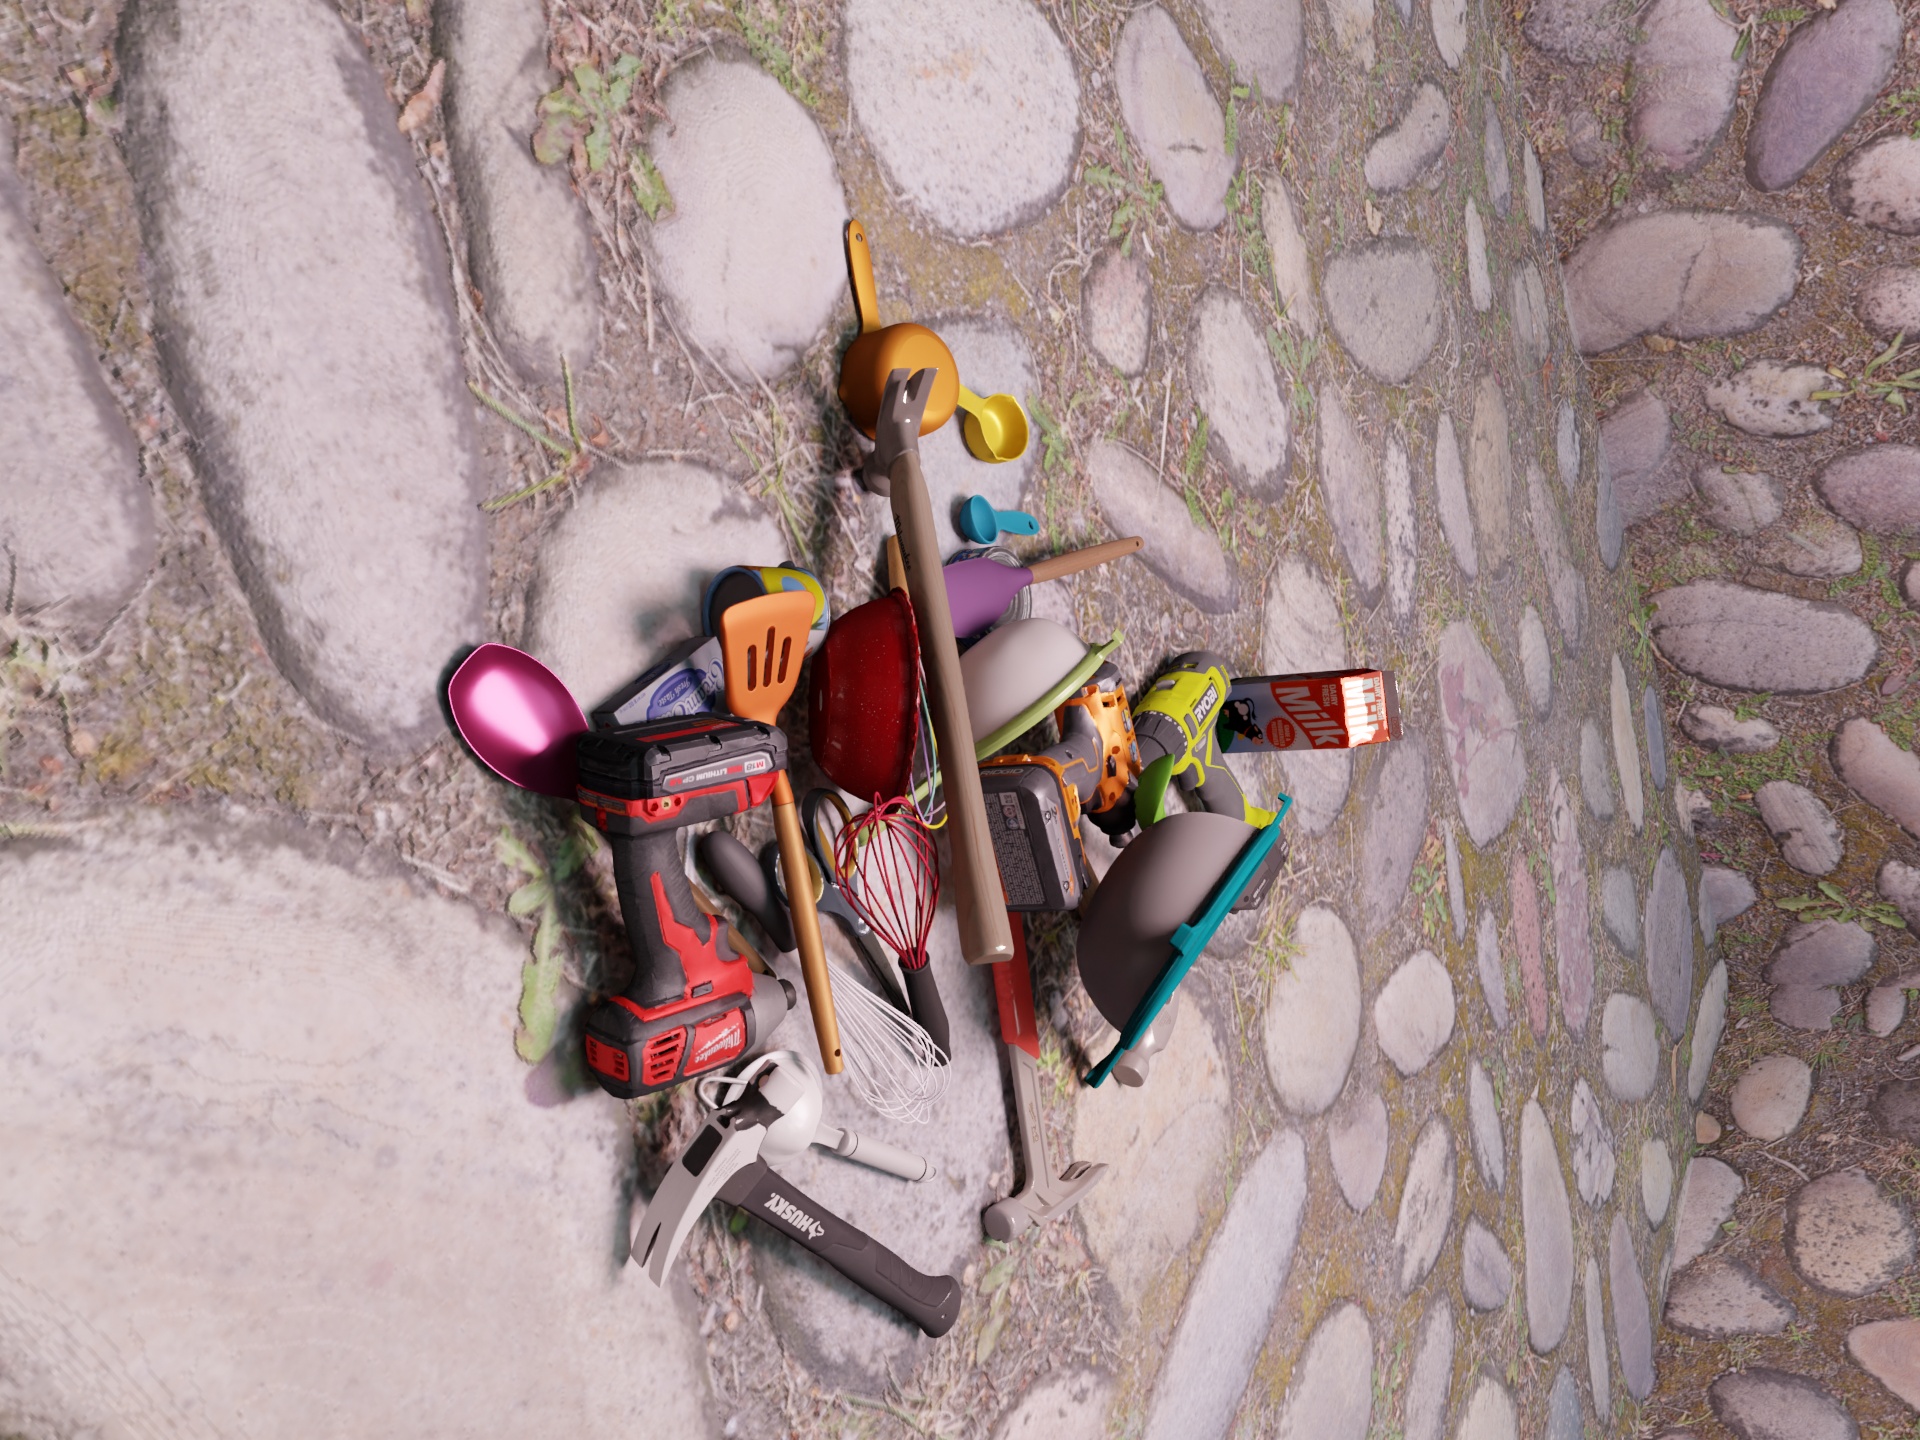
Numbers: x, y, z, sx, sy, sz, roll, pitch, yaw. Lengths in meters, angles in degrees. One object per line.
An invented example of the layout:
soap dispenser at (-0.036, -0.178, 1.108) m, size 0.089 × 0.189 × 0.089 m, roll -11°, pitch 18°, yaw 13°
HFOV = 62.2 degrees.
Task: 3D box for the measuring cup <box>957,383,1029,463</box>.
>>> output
measuring cup at (-0.007, -0.261, 1.297) m, size 0.156 × 0.029 × 0.062 m, roll 28°, pitch 66°, yaw -35°

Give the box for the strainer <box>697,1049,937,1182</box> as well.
strainer at (-0.085, 0.294, 1.117) m, size 0.258 × 0.050 × 0.087 m, roll 38°, pitch 73°, yaw -48°

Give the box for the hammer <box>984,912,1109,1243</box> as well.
hammer at (0.051, 0.231, 1.305) m, size 0.149 × 0.037 × 0.359 m, roll -15°, pitch 99°, yaw -53°

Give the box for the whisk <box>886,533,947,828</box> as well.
whisk at (-0.035, -0.031, 1.176) m, size 0.047 × 0.051 × 0.245 m, roll 6°, pitch 60°, yaw -21°

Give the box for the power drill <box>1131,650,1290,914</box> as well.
power drill at (0.225, 0.072, 1.522) m, size 0.191 × 0.080 × 0.228 m, roll -48°, pitch 121°, yaw -44°

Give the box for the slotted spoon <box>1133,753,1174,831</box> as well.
slotted spoon at (0.179, 0.113, 1.401) m, size 0.313 × 0.031 × 0.070 m, roll 69°, pitch 37°, yaw -61°

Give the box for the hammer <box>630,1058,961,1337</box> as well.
hammer at (-0.089, 0.359, 1.082) m, size 0.146 × 0.035 × 0.334 m, roll -50°, pitch 136°, yaw -12°

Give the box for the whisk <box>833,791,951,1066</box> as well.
whisk at (-0.037, 0.159, 1.127) m, size 0.295 × 0.073 × 0.073 m, roll 79°, pitch 32°, yaw -44°

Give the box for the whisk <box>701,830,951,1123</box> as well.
whisk at (-0.095, 0.180, 1.107) m, size 0.284 × 0.070 × 0.070 m, roll 56°, pitch 46°, yaw -26°

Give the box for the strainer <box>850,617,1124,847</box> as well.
strainer at (-0.002, -0.004, 1.216) m, size 0.256 × 0.151 × 0.069 m, roll -39°, pitch 97°, yaw -25°

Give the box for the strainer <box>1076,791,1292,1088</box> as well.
strainer at (0.137, 0.188, 1.292) m, size 0.211 × 0.095 × 0.340 m, roll -44°, pitch 164°, yaw -42°

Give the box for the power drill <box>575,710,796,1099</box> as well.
power drill at (-0.163, 0.111, 0.978) m, size 0.143 × 0.079 × 0.219 m, roll -11°, pitch 105°, yaw -44°

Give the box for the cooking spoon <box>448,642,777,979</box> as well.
cooking spoon at (-0.206, 0.073, 0.994) m, size 0.069 × 0.017 × 0.318 m, roll -57°, pitch 130°, yaw -28°

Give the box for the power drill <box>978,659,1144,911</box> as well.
power drill at (0.087, 0.066, 1.278) m, size 0.226 × 0.084 × 0.164 m, roll -45°, pitch 125°, yaw -55°

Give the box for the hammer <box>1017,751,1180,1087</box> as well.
hammer at (0.119, 0.164, 1.406) m, size 0.130 × 0.031 × 0.331 m, roll -53°, pitch 127°, yaw -41°

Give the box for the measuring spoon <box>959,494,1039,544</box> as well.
measuring spoon at (0.032, -0.165, 1.343) m, size 0.128 × 0.021 × 0.042 m, roll -7°, pitch 82°, yaw -62°

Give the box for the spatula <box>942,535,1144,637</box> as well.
spatula at (0.070, -0.122, 1.323) m, size 0.316 × 0.018 × 0.059 m, roll -23°, pitch 106°, yaw -51°

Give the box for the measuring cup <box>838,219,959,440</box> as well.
measuring cup at (-0.050, -0.299, 1.206) m, size 0.095 × 0.052 × 0.173 m, roll -16°, pitch 98°, yaw -44°

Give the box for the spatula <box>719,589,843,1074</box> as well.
spatula at (-0.107, 0.078, 1.044) m, size 0.081 × 0.041 × 0.322 m, roll -17°, pitch 99°, yaw -46°

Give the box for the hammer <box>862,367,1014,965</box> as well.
hammer at (-0.012, -0.039, 1.086) m, size 0.038 × 0.146 × 0.411 m, roll -5°, pitch 69°, yaw -13°
